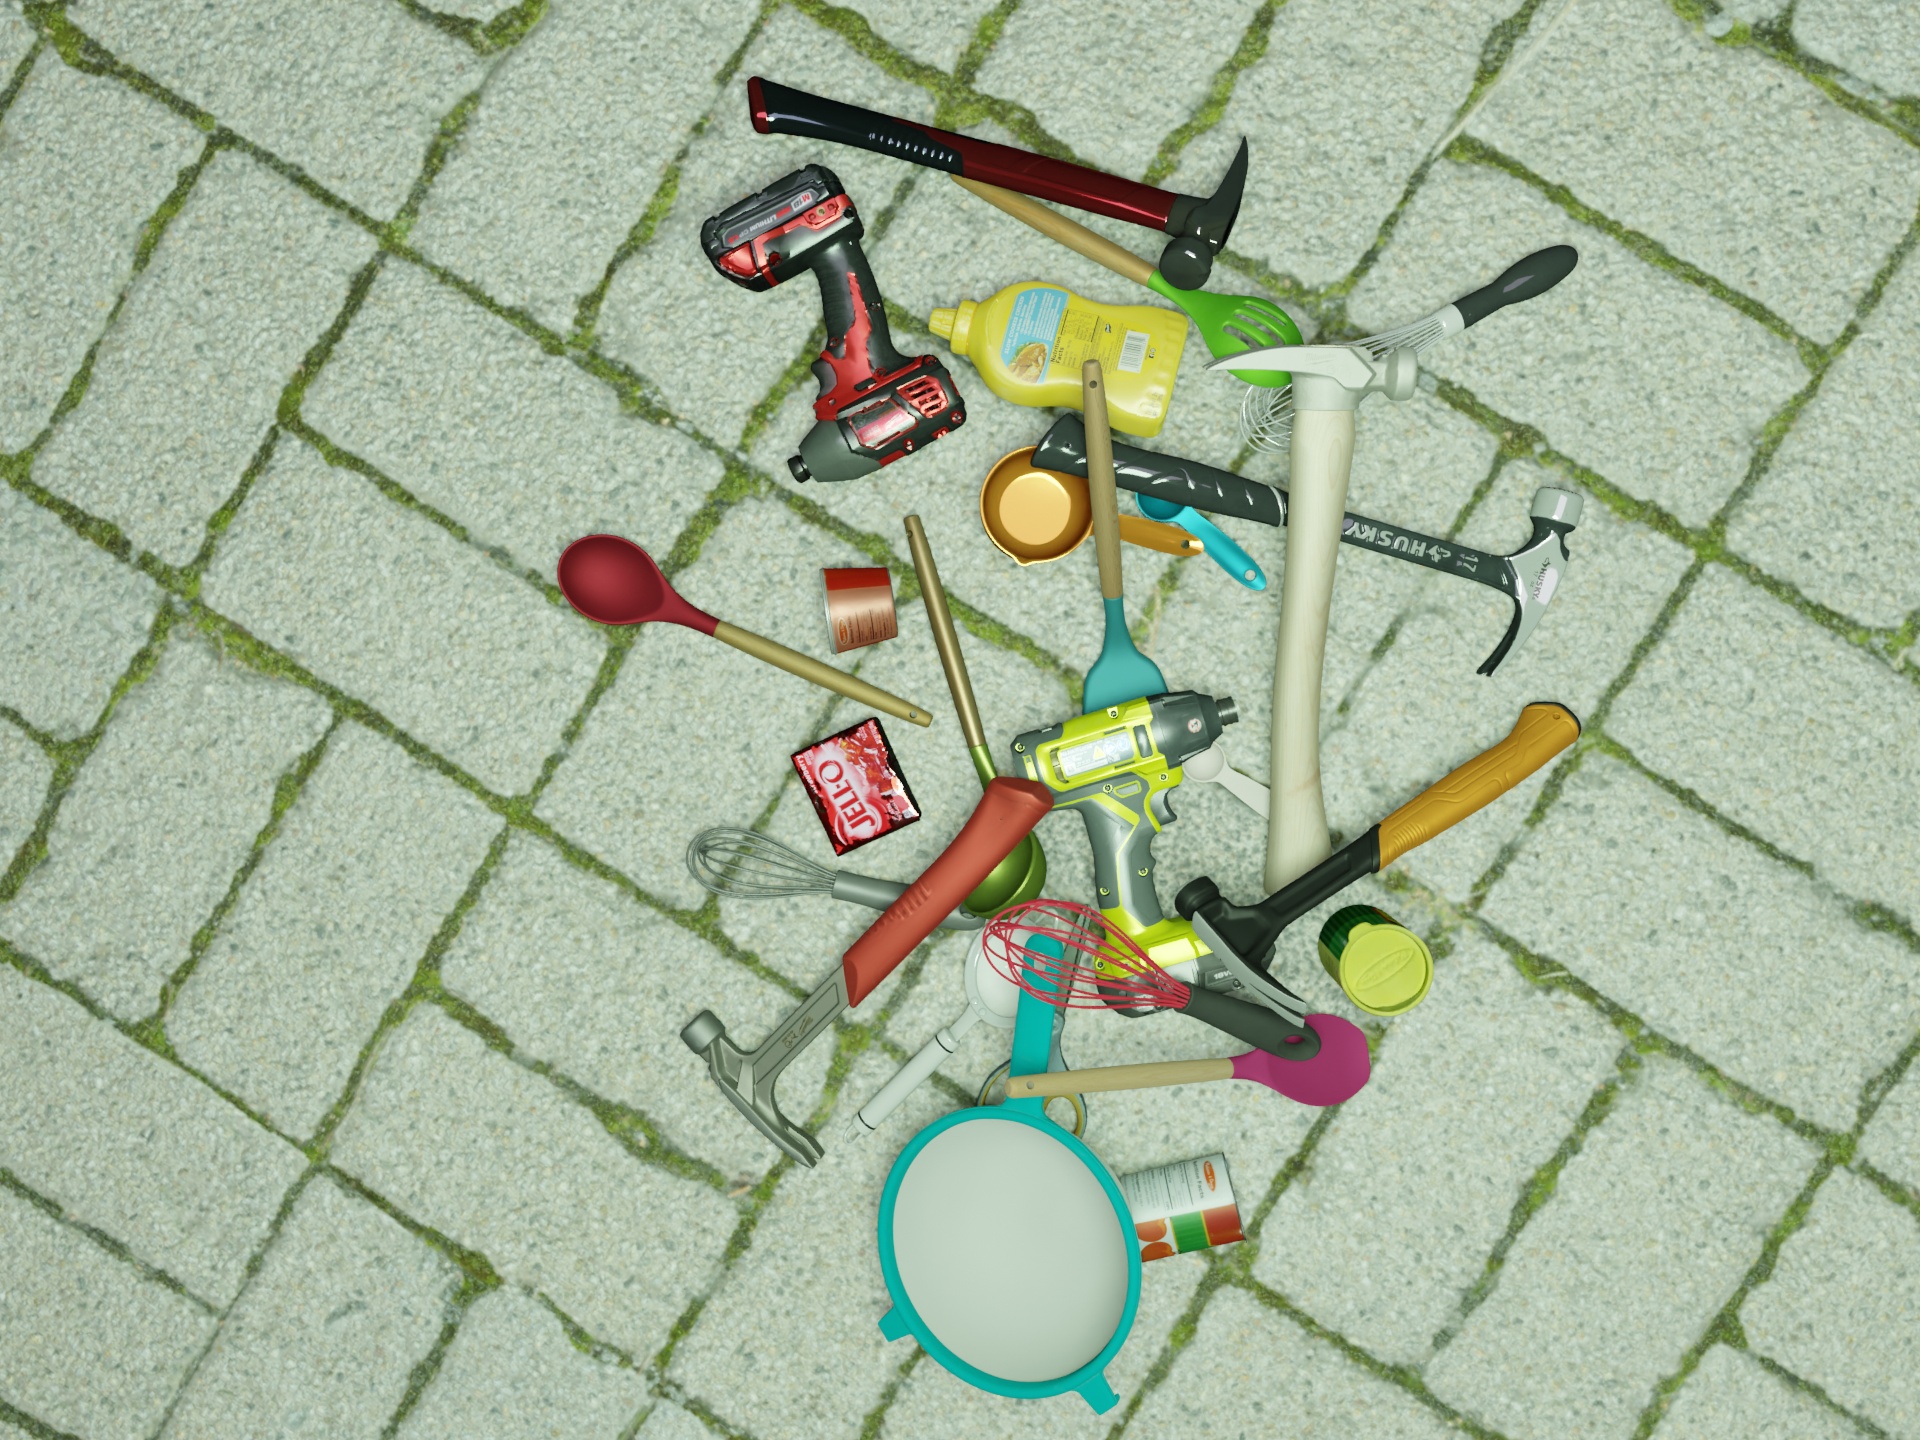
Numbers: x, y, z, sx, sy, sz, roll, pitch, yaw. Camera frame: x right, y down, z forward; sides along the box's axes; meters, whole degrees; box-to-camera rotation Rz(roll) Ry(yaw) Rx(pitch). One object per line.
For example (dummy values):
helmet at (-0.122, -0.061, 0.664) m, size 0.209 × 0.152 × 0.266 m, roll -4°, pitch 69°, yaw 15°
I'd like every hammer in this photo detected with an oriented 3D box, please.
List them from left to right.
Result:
hammer at (-0.054, 0.180, 1.201) m, size 0.149 × 0.037 × 0.359 m, roll 45°, pitch 108°, yaw 3°
hammer at (0.022, -0.433, 1.203) m, size 0.386 × 0.038 × 0.143 m, roll 19°, pitch 60°, yaw 10°
hammer at (0.241, -0.065, 1.163) m, size 0.146 × 0.038 × 0.410 m, roll 2°, pitch 106°, yaw 3°
hammer at (0.251, -0.148, 1.182) m, size 0.409 × 0.036 × 0.149 m, roll 15°, pitch 95°, yaw -4°
hammer at (0.323, 0.085, 1.147) m, size 0.337 × 0.034 × 0.127 m, roll -31°, pitch 53°, yaw -16°

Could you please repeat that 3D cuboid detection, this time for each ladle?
ladle at (-0.167, -0.063, 1.247) m, size 0.315 × 0.031 × 0.069 m, roll 24°, pitch 96°, yaw 1°
ladle at (-0.002, -0.004, 1.222) m, size 0.078 × 0.062 × 0.320 m, roll -19°, pitch 86°, yaw 41°

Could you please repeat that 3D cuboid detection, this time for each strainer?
strainer at (-0.004, 0.242, 1.237) m, size 0.258 × 0.050 × 0.087 m, roll -46°, pitch 51°, yaw 10°
strainer at (0.057, 0.323, 1.191) m, size 0.211 × 0.095 × 0.340 m, roll 8°, pitch 93°, yaw 26°

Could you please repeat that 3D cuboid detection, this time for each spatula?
spatula at (0.113, -0.111, 1.171) m, size 0.082 × 0.044 × 0.317 m, roll -7°, pitch 123°, yaw 4°

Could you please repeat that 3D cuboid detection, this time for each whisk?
whisk at (-0.097, 0.130, 1.238) m, size 0.239 × 0.055 × 0.055 m, roll 13°, pitch 93°, yaw 0°
whisk at (0.141, 0.189, 1.121) m, size 0.295 × 0.073 × 0.073 m, roll 24°, pitch 94°, yaw -24°
whisk at (0.336, -0.282, 1.191) m, size 0.284 × 0.070 × 0.070 m, roll -28°, pitch 90°, yaw 0°

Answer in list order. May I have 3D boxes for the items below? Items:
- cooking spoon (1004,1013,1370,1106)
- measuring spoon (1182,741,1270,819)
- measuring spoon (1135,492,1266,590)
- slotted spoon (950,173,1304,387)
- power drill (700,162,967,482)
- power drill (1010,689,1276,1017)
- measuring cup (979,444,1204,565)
cooking spoon at (0.174, 0.255, 1.158) m, size 0.318 × 0.017 × 0.069 m, roll 2°, pitch 76°, yaw -27°
measuring spoon at (0.224, 0.054, 1.229) m, size 0.124 × 0.018 × 0.034 m, roll 34°, pitch 102°, yaw -4°
measuring spoon at (0.187, -0.146, 1.225) m, size 0.128 × 0.021 × 0.042 m, roll 42°, pitch 103°, yaw -7°
slotted spoon at (0.121, -0.341, 1.187) m, size 0.314 × 0.031 × 0.070 m, roll 33°, pitch 70°, yaw 16°
power drill at (-0.103, -0.293, 1.213) m, size 0.143 × 0.078 × 0.219 m, roll -27°, pitch 92°, yaw 5°
power drill at (0.150, 0.095, 1.194) m, size 0.171 × 0.080 × 0.223 m, roll -17°, pitch 94°, yaw 4°
measuring cup at (0.098, -0.152, 1.214) m, size 0.173 × 0.052 × 0.095 m, roll 15°, pitch 92°, yaw -4°
